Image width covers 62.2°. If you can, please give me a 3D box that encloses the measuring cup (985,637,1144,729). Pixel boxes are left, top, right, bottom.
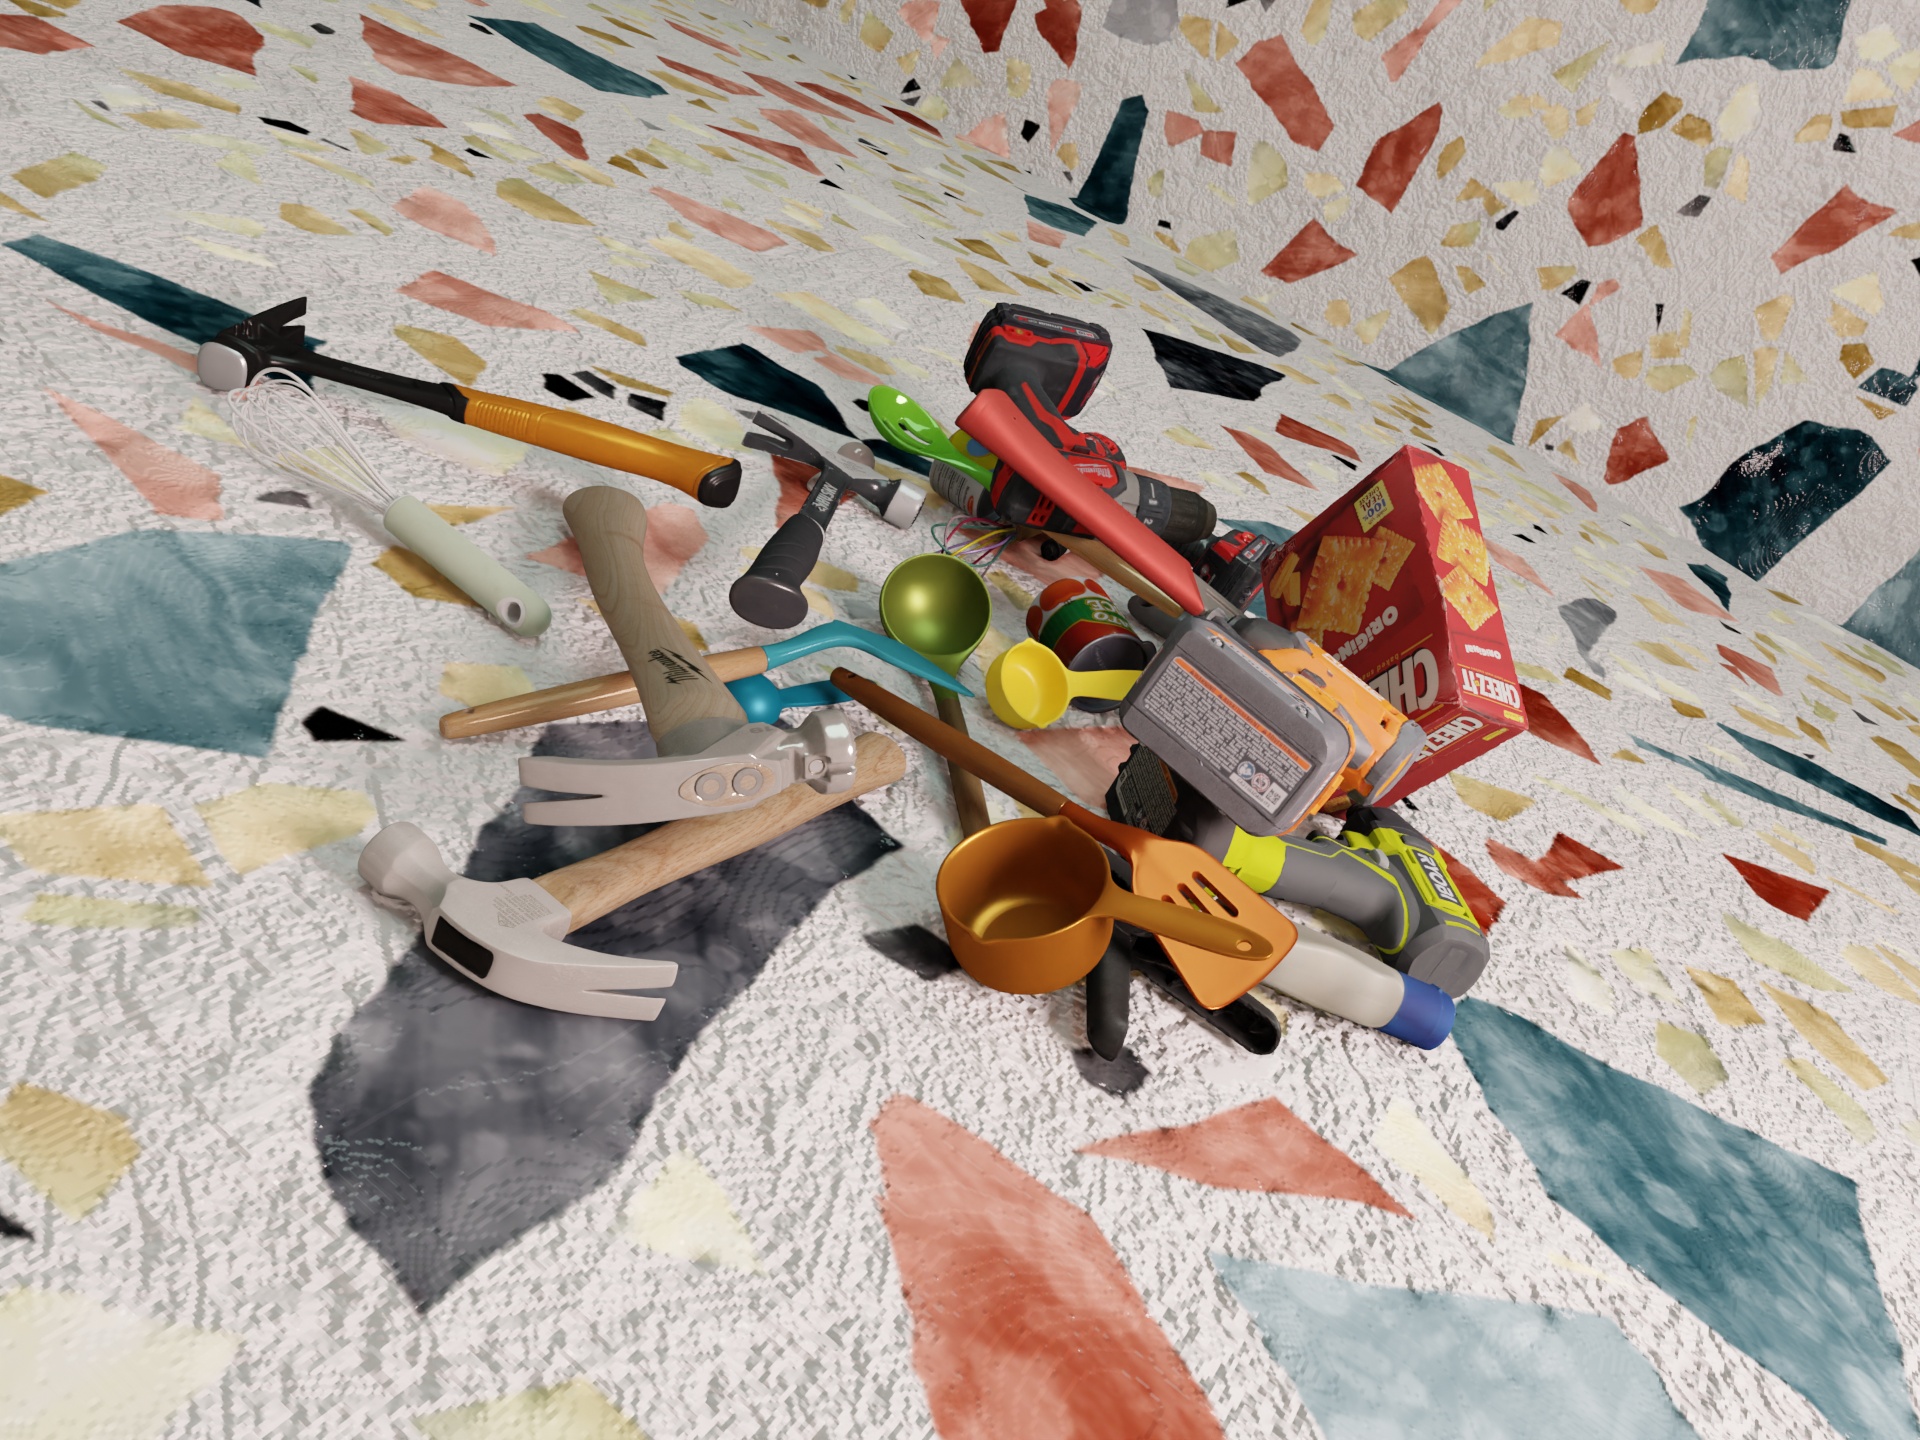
[{"bbox_3d":[0.082,-0.021,1.089,0.156,0.029,0.062,1,76,-37],"label":"measuring cup"}]

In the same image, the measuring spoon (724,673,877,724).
[{"bbox_3d":[-0.094,-0.022,0.966,0.128,0.021,0.042,-10,44,-48],"label":"measuring spoon"}]

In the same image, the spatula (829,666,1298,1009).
[{"bbox_3d":[0.039,0.048,0.890,0.323,0.041,0.081,31,46,34],"label":"spatula"}]

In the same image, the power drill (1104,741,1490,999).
[{"bbox_3d":[0.210,0.079,1.004,0.223,0.080,0.171,21,26,-18],"label":"power drill"}]

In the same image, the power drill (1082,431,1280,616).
[{"bbox_3d":[0.161,-0.168,1.374,0.220,0.078,0.143,37,27,9],"label":"power drill"}]

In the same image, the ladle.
[{"bbox_3d":[-0.002,-0.003,0.982,0.078,0.062,0.320,4,34,-12],"label":"ladle"}]

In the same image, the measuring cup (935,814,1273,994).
[{"bbox_3d":[0.071,0.106,0.788,0.174,0.052,0.095,14,44,25],"label":"measuring cup"}]

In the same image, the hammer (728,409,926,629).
[{"bbox_3d":[-0.106,-0.137,1.083,0.149,0.036,0.409,27,19,-7],"label":"hammer"}]

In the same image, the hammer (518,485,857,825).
[{"bbox_3d":[-0.183,-0.054,0.861,0.146,0.038,0.411,-7,26,-19],"label":"hammer"}]

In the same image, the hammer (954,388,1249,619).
[{"bbox_3d":[0.141,-0.113,1.176,0.359,0.036,0.149,38,48,-11],"label":"hammer"}]

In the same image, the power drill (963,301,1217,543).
[{"bbox_3d":[0.102,-0.231,1.296,0.187,0.080,0.227,7,46,-23],"label":"power drill"}]

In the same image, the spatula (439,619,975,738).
[{"bbox_3d":[-0.133,-0.019,0.884,0.317,0.044,0.082,-14,36,-36],"label":"spatula"}]

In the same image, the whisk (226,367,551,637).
[{"bbox_3d":[-0.330,-0.125,0.920,0.246,0.057,0.059,37,20,11],"label":"whisk"}]

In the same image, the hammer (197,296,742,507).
[{"bbox_3d":[-0.307,-0.204,1.045,0.337,0.034,0.127,16,28,-3],"label":"hammer"}]

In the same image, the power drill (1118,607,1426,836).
[{"bbox_3d":[0.181,-0.011,0.955,0.164,0.084,0.226,42,21,19],"label":"power drill"}]

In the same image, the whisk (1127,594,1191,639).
[{"bbox_3d":[0.240,-0.044,1.282,0.239,0.055,0.055,30,26,16],"label":"whisk"}]

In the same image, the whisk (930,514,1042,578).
[{"bbox_3d":[0.029,-0.150,1.295,0.051,0.047,0.245,32,22,11],"label":"whisk"}]

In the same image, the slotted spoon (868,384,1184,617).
[{"bbox_3d":[0.049,-0.174,1.281,0.314,0.031,0.070,36,34,12],"label":"slotted spoon"}]

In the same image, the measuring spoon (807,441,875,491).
[{"bbox_3d":[-0.098,-0.209,1.306,0.034,0.018,0.124,28,27,3],"label":"measuring spoon"}]

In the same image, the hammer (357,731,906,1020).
[{"bbox_3d":[-0.123,0.058,0.787,0.130,0.031,0.331,35,28,18],"label":"hammer"}]
